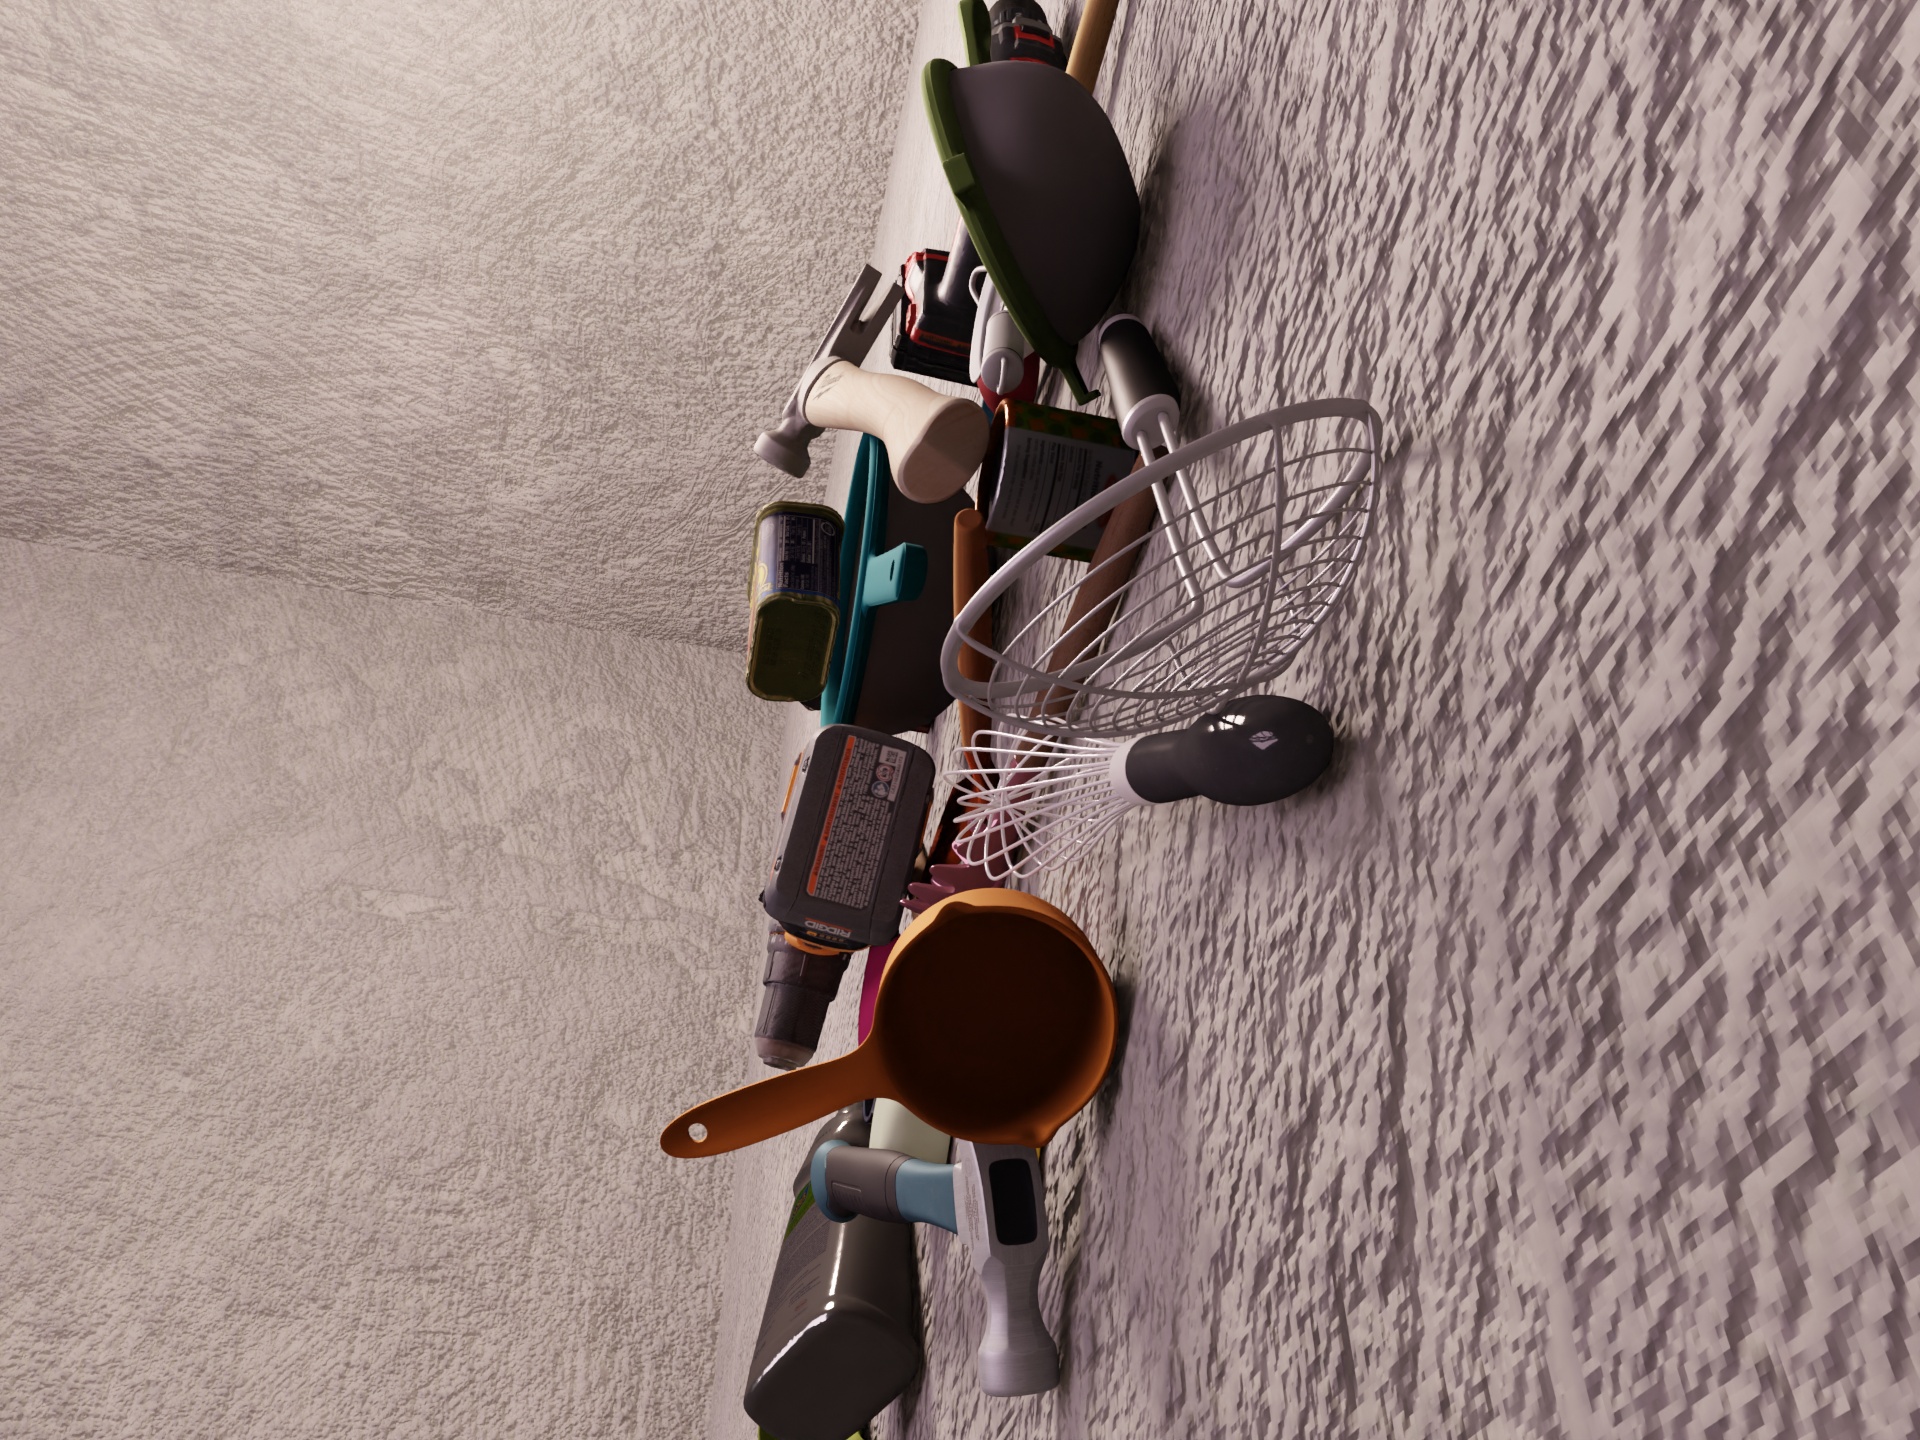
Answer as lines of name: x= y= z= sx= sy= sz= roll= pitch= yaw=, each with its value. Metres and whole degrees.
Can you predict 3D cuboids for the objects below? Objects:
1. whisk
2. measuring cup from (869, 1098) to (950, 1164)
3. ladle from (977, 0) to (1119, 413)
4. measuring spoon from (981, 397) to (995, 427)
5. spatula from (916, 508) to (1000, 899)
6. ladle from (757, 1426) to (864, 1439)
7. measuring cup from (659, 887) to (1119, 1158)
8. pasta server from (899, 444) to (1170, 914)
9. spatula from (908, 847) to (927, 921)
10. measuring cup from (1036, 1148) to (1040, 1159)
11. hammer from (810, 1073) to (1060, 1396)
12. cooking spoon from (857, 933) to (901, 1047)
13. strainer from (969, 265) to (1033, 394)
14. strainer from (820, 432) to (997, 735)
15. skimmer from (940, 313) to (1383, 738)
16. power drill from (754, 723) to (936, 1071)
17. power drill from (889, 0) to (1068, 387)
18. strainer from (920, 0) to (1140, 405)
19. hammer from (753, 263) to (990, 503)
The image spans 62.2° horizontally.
whisk: x=0.052 y=0.018 z=0.539 sx=0.284 sy=0.070 sz=0.070 roll=157 pitch=121 yaw=-73
measuring cup: x=-0.030 y=0.200 z=0.926 sx=0.168 sy=0.038 sz=0.083 roll=-91 pitch=13 yaw=-44
ladle: x=0.058 y=-0.320 z=0.883 sx=0.069 sy=0.031 sz=0.315 roll=45 pitch=124 yaw=54
measuring spoon: x=0.044 y=-0.211 z=0.953 sx=0.128 sy=0.021 sz=0.042 roll=130 pitch=141 yaw=-56
spatula: x=-0.001 y=-0.003 z=0.806 sx=0.322 sy=0.041 sz=0.081 roll=88 pitch=-162 yaw=-58
ladle: x=-0.064 y=0.412 z=0.893 sx=0.320 sy=0.062 sz=0.078 roll=130 pitch=160 yaw=-68
measuring cup: x=-0.027 y=0.121 z=0.591 sx=0.052 sy=0.173 sz=0.095 roll=-80 pitch=-30 yaw=-83
pasta server: x=0.033 y=-0.003 z=0.730 sx=0.060 sy=0.040 sz=0.316 roll=-46 pitch=-17 yaw=-42
spatula: x=-0.023 y=0.126 z=0.998 sx=0.060 sy=0.018 sz=0.316 roll=-51 pitch=13 yaw=8
measuring cup: x=0.020 y=0.159 z=0.672 sx=0.062 sy=0.029 sz=0.157 roll=128 pitch=151 yaw=-73
hammer: x=-0.025 y=0.219 z=0.736 sx=0.331 sy=0.033 sz=0.128 roll=140 pitch=127 yaw=-69
cooking spoon: x=-0.053 y=0.121 z=1.077 sx=0.319 sy=0.017 sz=0.068 roll=-90 pitch=19 yaw=-64
strainer: x=0.024 y=-0.195 z=0.797 sx=0.259 sy=0.050 sz=0.086 roll=-84 pitch=10 yaw=-66
strainer: x=-0.018 y=-0.075 z=0.943 sx=0.340 sy=0.095 sz=0.211 roll=-167 pitch=85 yaw=-80
skimmer: x=0.054 y=-0.101 z=0.522 sx=0.127 sy=0.090 sz=0.364 roll=-34 pitch=23 yaw=17
power drill: x=-0.083 y=0.113 z=0.974 sx=0.226 sy=0.084 sz=0.185 roll=120 pitch=165 yaw=-70
power drill: x=0.017 y=-0.360 z=1.068 sx=0.188 sy=0.080 sz=0.226 roll=-91 pitch=16 yaw=-47
strainer: x=0.039 y=-0.286 z=0.765 sx=0.151 sy=0.069 sz=0.257 roll=49 pitch=-153 yaw=-48
hammer: x=-0.043 y=-0.184 z=0.883 sx=0.146 sy=0.038 sz=0.411 roll=-59 pitch=19 yaw=6
